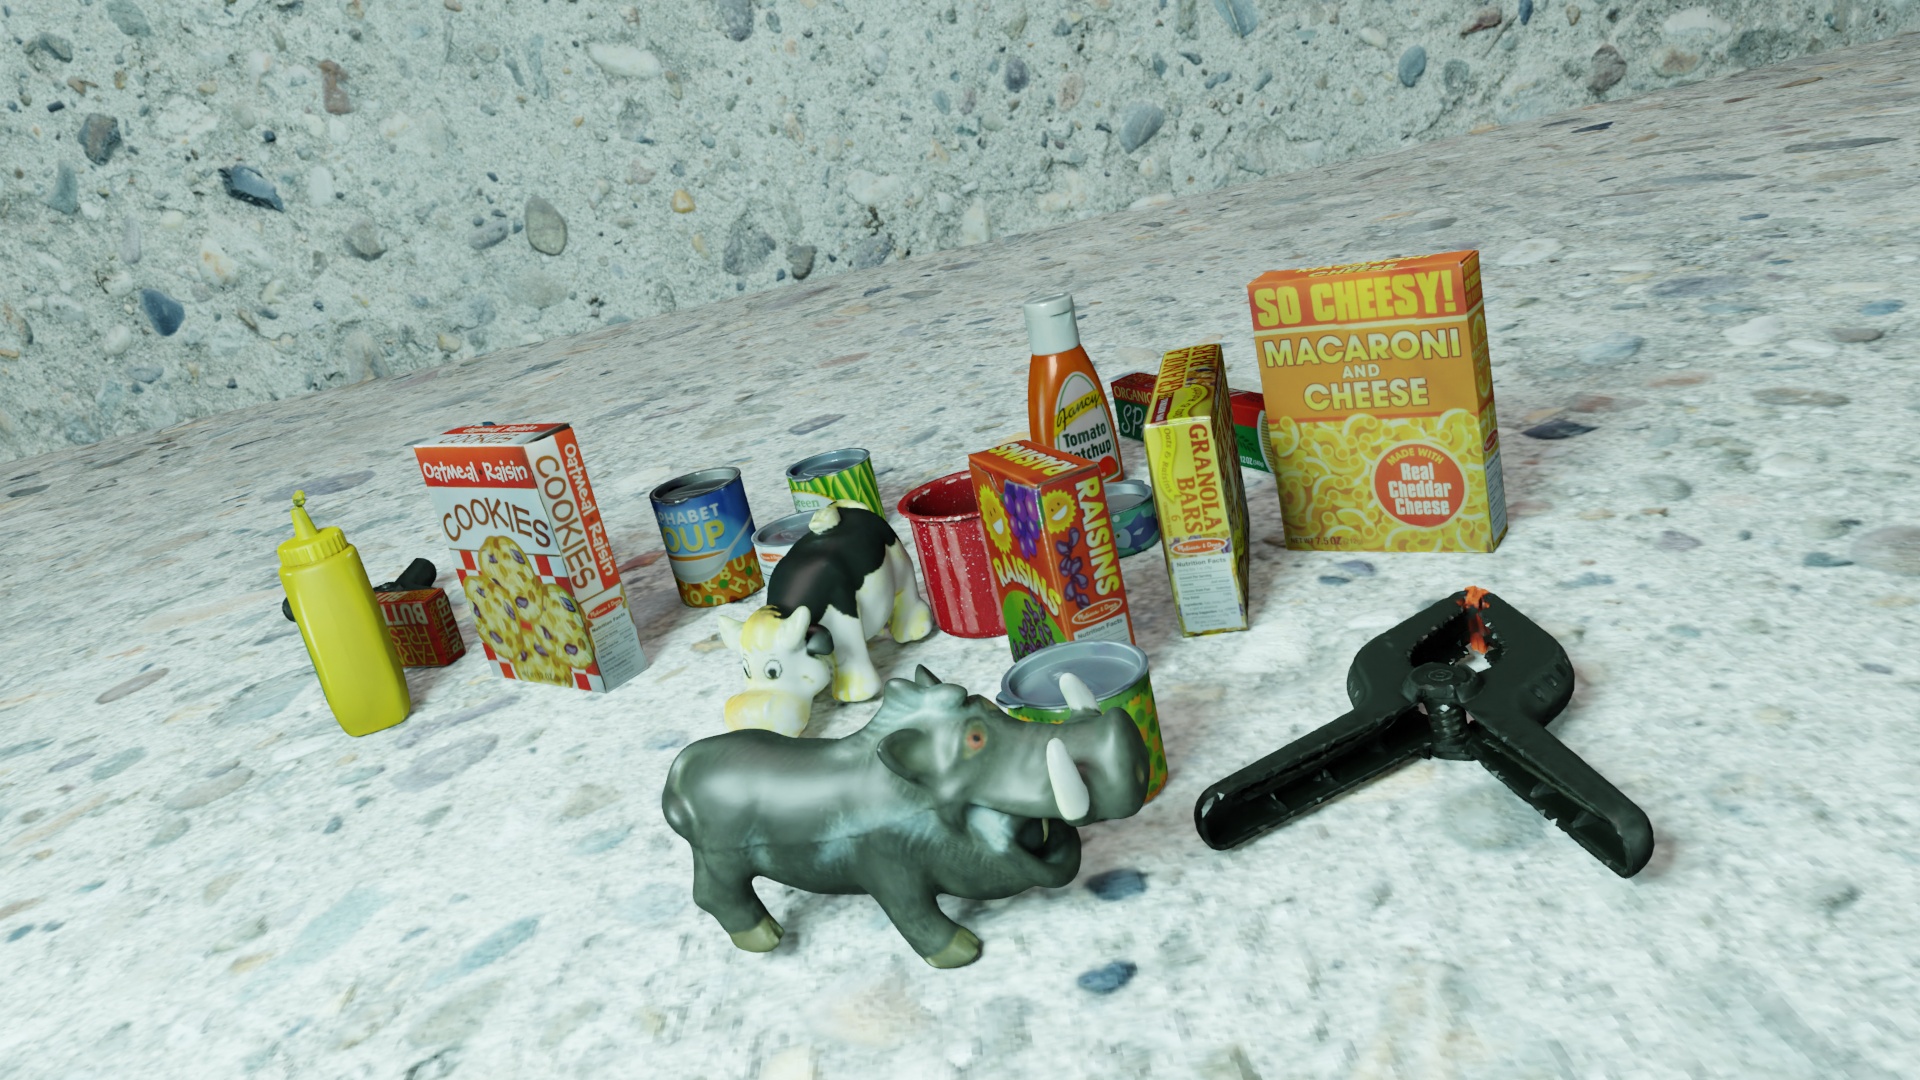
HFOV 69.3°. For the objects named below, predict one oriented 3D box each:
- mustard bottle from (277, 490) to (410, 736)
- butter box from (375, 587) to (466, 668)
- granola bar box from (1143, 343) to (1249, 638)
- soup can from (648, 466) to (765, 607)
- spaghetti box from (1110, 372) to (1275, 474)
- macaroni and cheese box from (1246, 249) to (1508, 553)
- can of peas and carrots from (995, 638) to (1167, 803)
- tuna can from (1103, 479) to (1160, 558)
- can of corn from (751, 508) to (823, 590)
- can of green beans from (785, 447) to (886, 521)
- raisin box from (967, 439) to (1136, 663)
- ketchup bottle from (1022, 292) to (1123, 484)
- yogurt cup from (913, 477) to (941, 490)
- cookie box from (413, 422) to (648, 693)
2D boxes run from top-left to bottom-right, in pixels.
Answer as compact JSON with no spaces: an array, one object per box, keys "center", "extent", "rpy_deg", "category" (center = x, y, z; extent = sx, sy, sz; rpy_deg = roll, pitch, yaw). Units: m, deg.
[{"center":[-0.397,0.043,0.882],"extent":[0.049,0.159,0.065],"rpy_deg":[-19,19,-18],"category":"mustard bottle"},{"center":[-0.408,0.064,0.997],"extent":[0.103,0.053,0.024],"rpy_deg":[-5,20,24],"category":"butter box"},{"center":[0.140,-0.035,0.808],"extent":[0.039,0.123,0.166],"rpy_deg":[-8,19,15],"category":"granola bar box"},{"center":[-0.179,-0.002,0.989],"extent":[0.071,0.083,0.071],"rpy_deg":[-12,18,4],"category":"soup can"},{"center":[0.193,-0.089,1.050],"extent":[0.029,0.050,0.250],"rpy_deg":[-20,20,-21],"category":"spaghetti box"},{"center":[0.239,-0.077,0.799],"extent":[0.123,0.166,0.040],"rpy_deg":[0,22,35],"category":"macaroni and cheese box"},{"center":[0.054,0.085,0.620],"extent":[0.071,0.058,0.071],"rpy_deg":[-12,18,4],"category":"can of peas and carrots"},{"center":[0.099,-0.014,0.919],"extent":[0.071,0.032,0.071],"rpy_deg":[-12,18,4],"category":"tuna can"},{"center":[-0.097,0.016,0.923],"extent":[0.071,0.058,0.071],"rpy_deg":[-12,18,4],"category":"can of corn"},{"center":[-0.095,-0.033,1.066],"extent":[0.071,0.057,0.071],"rpy_deg":[-12,18,4],"category":"can of green beans"},{"center":[0.048,0.015,0.727],"extent":[0.040,0.123,0.086],"rpy_deg":[-19,19,-18],"category":"raisin box"},{"center":[0.077,-0.106,1.019],"extent":[0.065,0.148,0.043],"rpy_deg":[-20,19,-22],"category":"ketchup bottle"},{"center":[0.003,-0.012,0.944],"extent":[0.072,0.053,0.072],"rpy_deg":[-12,18,4],"category":"yogurt cup"},{"center":[-0.275,0.010,0.888],"extent":[0.123,0.167,0.040],"rpy_deg":[2,23,38],"category":"cookie box"}]
